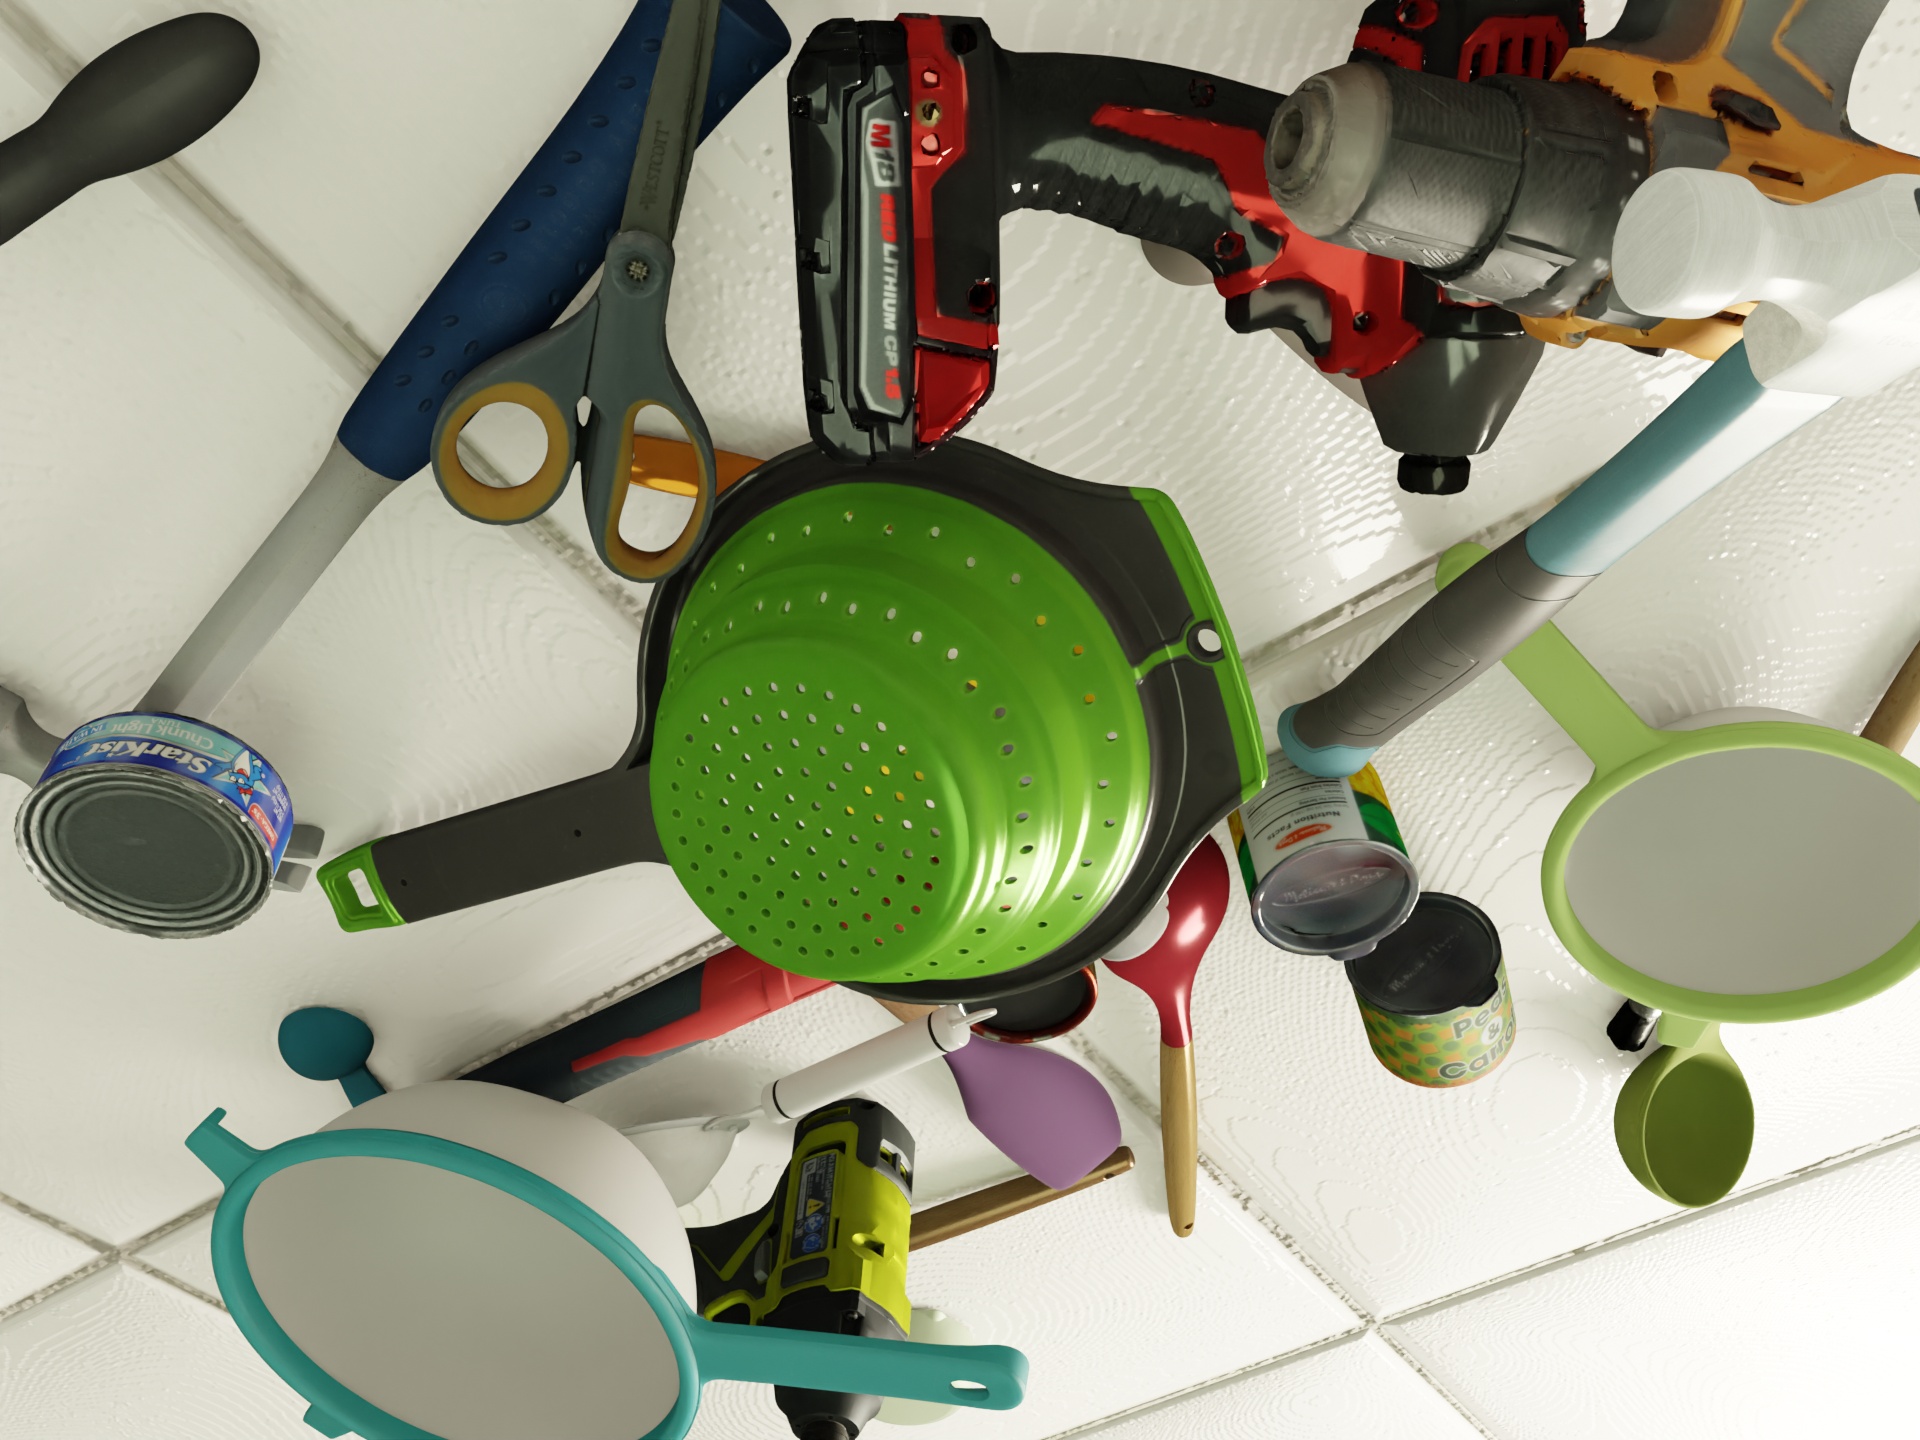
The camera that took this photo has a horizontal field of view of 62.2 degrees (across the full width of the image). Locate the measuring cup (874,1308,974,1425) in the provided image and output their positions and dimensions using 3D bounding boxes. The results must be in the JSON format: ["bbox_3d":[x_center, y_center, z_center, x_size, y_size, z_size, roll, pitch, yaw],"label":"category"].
[{"bbox_3d":[-0.071,0.366,0.911,0.167,0.038,0.083,17,127,-17],"label":"measuring cup"}]

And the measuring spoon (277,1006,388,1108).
[{"bbox_3d":[-0.283,0.184,0.752,0.042,0.021,0.128,-10,129,5],"label":"measuring spoon"}]

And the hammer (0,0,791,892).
[{"bbox_3d":[-0.194,-0.078,0.527,0.144,0.035,0.405,34,121,-28],"label":"hammer"}]

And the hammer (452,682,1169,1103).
[{"bbox_3d":[-0.114,0.108,0.670,0.386,0.038,0.143,-27,124,24],"label":"hammer"}]

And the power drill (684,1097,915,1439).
[{"bbox_3d":[-0.127,0.288,0.758,0.223,0.171,0.080,-24,124,20],"label":"power drill"}]

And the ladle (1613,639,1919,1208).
[{"bbox_3d":[0.368,0.097,0.701,0.078,0.062,0.320,-12,131,-25],"label":"ladle"}]

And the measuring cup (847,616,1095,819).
[{"bbox_3d":[-0.001,-0.002,0.618,0.062,0.029,0.156,31,134,-26],"label":"measuring cup"}]

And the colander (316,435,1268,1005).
[{"bbox_3d":[-0.101,0.036,0.544,0.397,0.094,0.204,-16,102,26],"label":"colander"}]

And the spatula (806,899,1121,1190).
[{"bbox_3d":[-0.020,0.129,0.725,0.060,0.018,0.315,-41,123,5],"label":"spatula"}]

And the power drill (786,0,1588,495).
[{"bbox_3d":[0.064,-0.131,0.452,0.219,0.079,0.143,-4,112,-6],"label":"power drill"}]

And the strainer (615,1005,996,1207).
[{"bbox_3d":[-0.089,0.179,0.727,0.258,0.050,0.086,-28,153,26],"label":"strainer"}]

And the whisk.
[{"bbox_3d":[-0.321,-0.129,0.465,0.284,0.070,0.070,-26,127,12],"label":"whisk"}]

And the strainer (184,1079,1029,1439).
[{"bbox_3d":[-0.135,0.227,0.668,0.340,0.095,0.210,2,121,10],"label":"strainer"}]

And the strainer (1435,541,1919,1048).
[{"bbox_3d":[0.274,0.012,0.626,0.256,0.069,0.151,43,127,-13],"label":"strainer"}]

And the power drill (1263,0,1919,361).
[{"bbox_3d":[0.178,-0.199,0.370,0.185,0.084,0.226,5,114,-19],"label":"power drill"}]

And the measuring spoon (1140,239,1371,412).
[{"bbox_3d":[0.109,-0.128,0.512,0.124,0.018,0.034,31,122,-23],"label":"measuring spoon"}]

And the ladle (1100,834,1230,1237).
[{"bbox_3d":[0.101,0.164,0.756,0.069,0.031,0.315,-24,135,-15],"label":"ladle"}]

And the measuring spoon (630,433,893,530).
[{"bbox_3d":[-0.072,-0.085,0.548,0.117,0.011,0.021,9,131,-7],"label":"measuring spoon"}]

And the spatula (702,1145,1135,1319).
[{"bbox_3d":[-0.052,0.293,0.844,0.317,0.044,0.082,-24,138,13],"label":"spatula"}]

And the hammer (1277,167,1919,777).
[{"bbox_3d":[0.174,-0.046,0.479,0.128,0.033,0.331,2,160,-12],"label":"hammer"}]
